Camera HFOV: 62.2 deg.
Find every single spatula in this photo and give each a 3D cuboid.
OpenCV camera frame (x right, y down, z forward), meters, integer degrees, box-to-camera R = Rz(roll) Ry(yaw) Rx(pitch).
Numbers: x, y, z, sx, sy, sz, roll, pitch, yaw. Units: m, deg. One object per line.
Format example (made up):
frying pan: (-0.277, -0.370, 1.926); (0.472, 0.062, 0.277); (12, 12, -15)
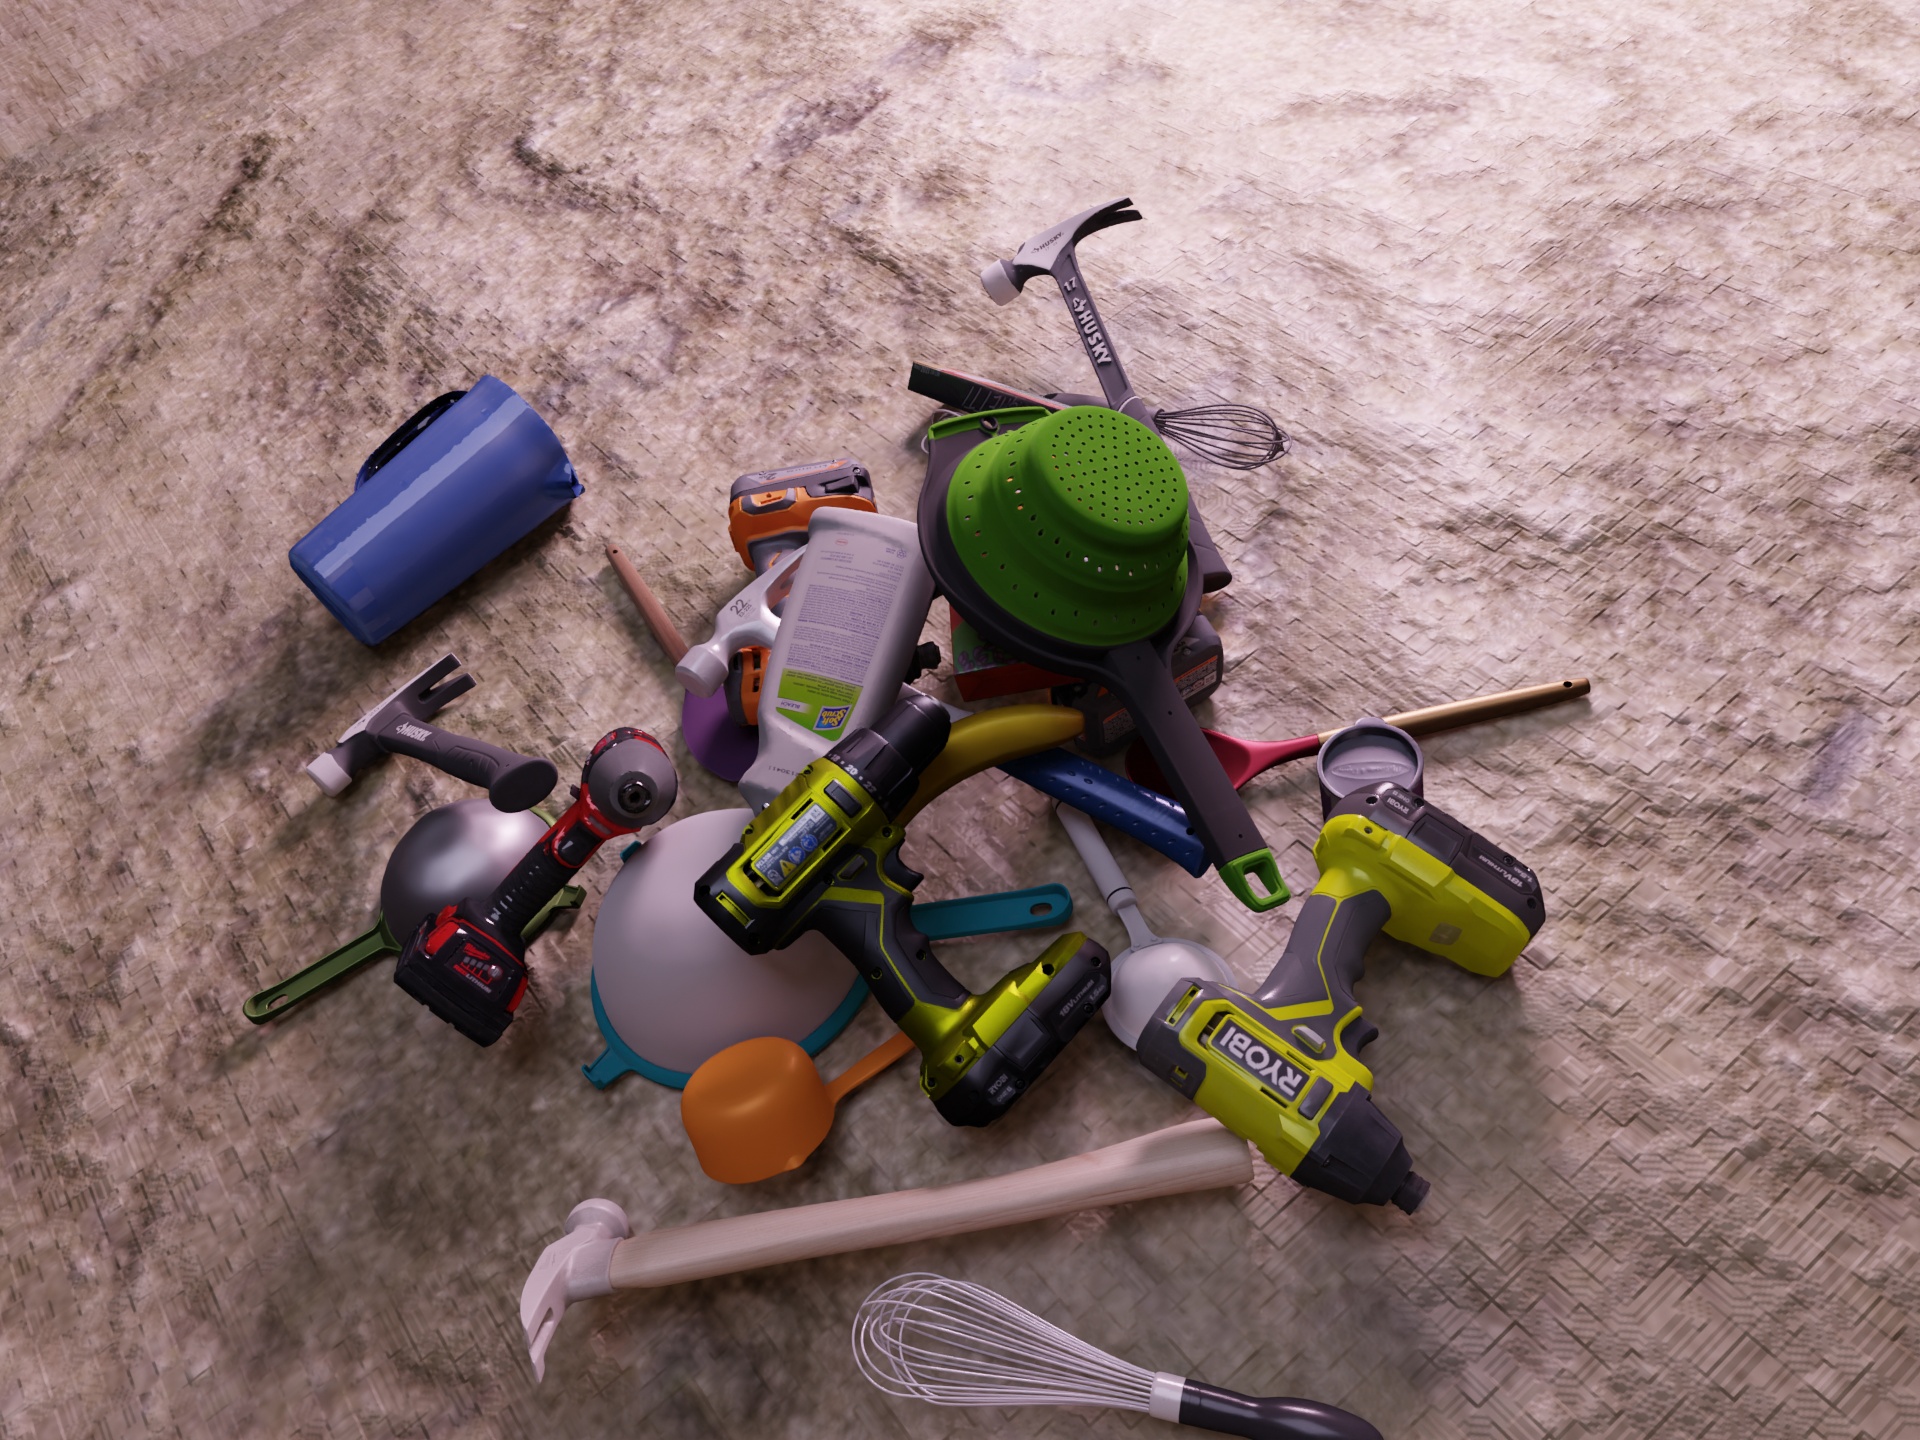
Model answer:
spatula: (-0.231, -0.054, 1.290); (0.060, 0.018, 0.316); (-24, 48, -16)

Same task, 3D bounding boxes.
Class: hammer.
hammer: (-0.002, -0.004, 1.103); (0.406, 0.035, 0.144); (26, 65, 23)
hammer: (-0.039, 0.285, 0.894); (0.410, 0.038, 0.146); (-11, 9, 2)
hammer: (-0.377, 0.019, 1.182); (0.146, 0.035, 0.335); (-46, 30, -23)
hammer: (0.136, -0.266, 1.297); (0.149, 0.036, 0.409); (-30, 57, 19)

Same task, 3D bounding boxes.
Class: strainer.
strainer: (-0.411, 0.132, 1.153); (0.256, 0.069, 0.152); (-31, 49, -12)
strainer: (0.107, 0.122, 1.026); (0.087, 0.050, 0.259); (-17, 44, -10)
strainer: (-0.101, 0.123, 1.049); (0.340, 0.095, 0.211); (-9, 49, 11)

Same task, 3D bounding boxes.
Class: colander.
colander: (0.117, -0.068, 1.013); (0.204, 0.094, 0.397); (-16, 68, -30)

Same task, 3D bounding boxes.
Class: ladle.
ladle: (0.268, 0.009, 1.080); (0.315, 0.031, 0.069); (-12, 57, 4)

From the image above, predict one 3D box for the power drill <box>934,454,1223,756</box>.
power drill: (0.061, -0.082, 1.159); (0.185, 0.084, 0.226); (-29, 60, -9)

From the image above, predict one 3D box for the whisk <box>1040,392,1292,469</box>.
whisk: (0.162, -0.245, 1.318); (0.239, 0.055, 0.055); (16, 57, 33)

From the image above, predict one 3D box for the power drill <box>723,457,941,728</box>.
power drill: (-0.104, -0.100, 1.251); (0.164, 0.084, 0.227); (-9, 52, 2)

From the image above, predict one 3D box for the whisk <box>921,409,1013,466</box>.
whisk: (0.058, -0.213, 1.294); (0.246, 0.057, 0.059); (24, 52, 41)

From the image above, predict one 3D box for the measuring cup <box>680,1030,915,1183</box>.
measuring cup: (-0.093, 0.214, 0.985); (0.173, 0.052, 0.095); (-30, 24, -21)

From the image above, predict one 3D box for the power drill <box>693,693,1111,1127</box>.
power drill: (-0.020, 0.112, 0.965); (0.228, 0.080, 0.190); (44, 75, 4)

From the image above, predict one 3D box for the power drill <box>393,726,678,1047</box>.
power drill: (-0.274, 0.101, 1.064); (0.219, 0.078, 0.143); (-50, 16, -5)

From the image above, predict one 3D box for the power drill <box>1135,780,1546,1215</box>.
power drill: (0.230, 0.157, 0.909); (0.171, 0.080, 0.223); (34, 62, 17)

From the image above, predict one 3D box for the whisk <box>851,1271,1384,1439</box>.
whisk: (0.077, 0.348, 0.835); (0.284, 0.070, 0.070); (8, 53, 17)
